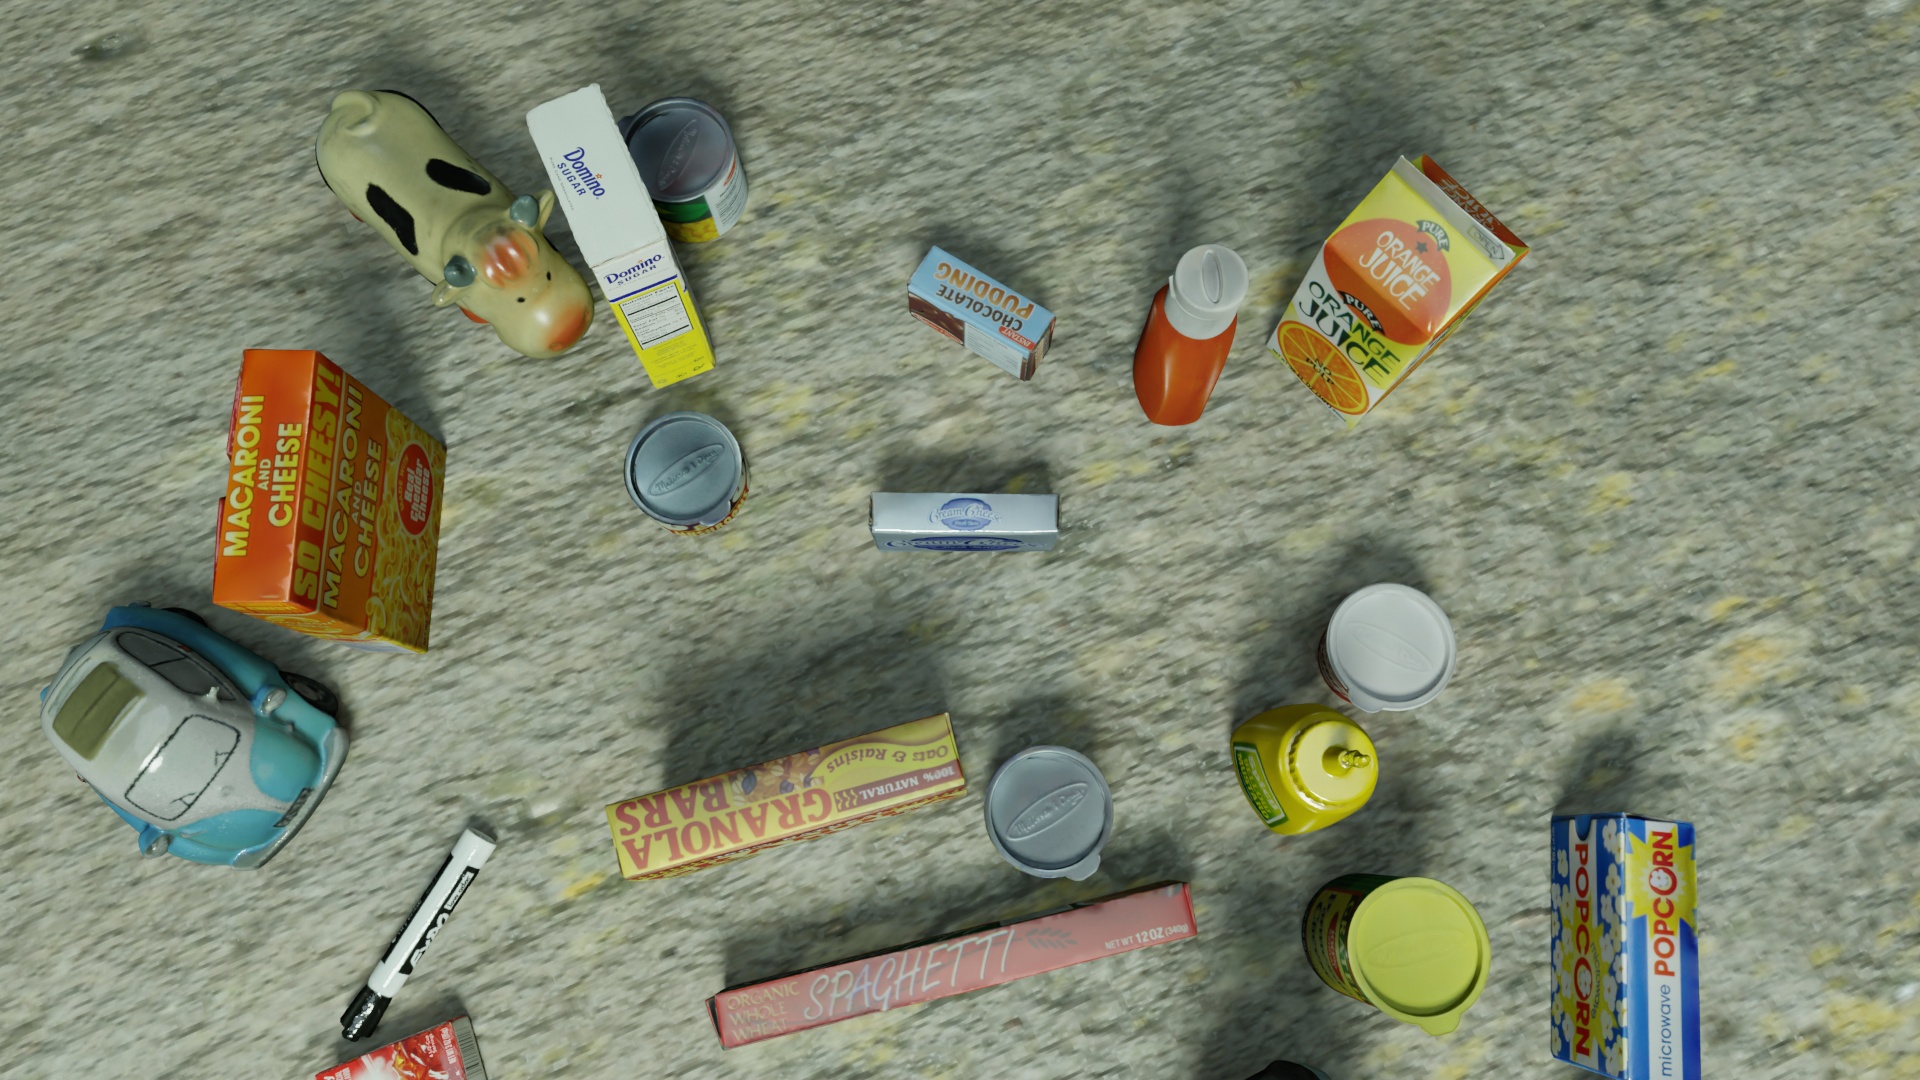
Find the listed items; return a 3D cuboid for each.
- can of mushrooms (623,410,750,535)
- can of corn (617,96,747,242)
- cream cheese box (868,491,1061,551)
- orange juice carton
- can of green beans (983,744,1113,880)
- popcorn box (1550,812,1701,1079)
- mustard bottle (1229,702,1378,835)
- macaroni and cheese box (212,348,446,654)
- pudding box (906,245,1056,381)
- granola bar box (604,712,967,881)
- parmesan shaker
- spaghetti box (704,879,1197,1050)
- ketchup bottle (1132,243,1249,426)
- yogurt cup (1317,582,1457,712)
[{"bbox_3d":[-0.153,-0.035,0.787,0.071,0.033,0.071,0,77,0],"label":"can of mushrooms"},{"bbox_3d":[-0.164,-0.218,0.817,0.071,0.058,0.071,0,77,1],"label":"can of corn"},{"bbox_3d":[0.003,-0.010,0.769,0.104,0.053,0.024,0,77,1],"label":"cream cheese box"},{"bbox_3d":[0.227,-0.132,0.725,0.073,0.192,0.072,-42,80,-8],"label":"orange juice carton"},{"bbox_3d":[0.045,0.143,0.731,0.071,0.057,0.071,0,77,1],"label":"can of green beans"},{"bbox_3d":[0.333,0.204,0.700,0.038,0.085,0.127,5,77,2],"label":"popcorn box"},{"bbox_3d":[0.172,0.111,0.685,0.049,0.160,0.065,-22,78,-4],"label":"mustard bottle"},{"bbox_3d":[-0.319,-0.013,0.715,0.040,0.166,0.124,0,77,1],"label":"macaroni and cheese box"},{"bbox_3d":[0.011,-0.130,0.800,0.084,0.049,0.030,31,79,7],"label":"pudding box"},{"bbox_3d":[-0.080,0.132,0.701,0.166,0.124,0.039,-15,78,-3],"label":"granola bar box"},{"bbox_3d":[0.214,0.203,0.692,0.071,0.103,0.071,0,77,1],"label":"parmesan shaker"},{"bbox_3d":[-0.003,0.218,0.718,0.250,0.050,0.029,-13,77,-3],"label":"spaghetti box"},{"bbox_3d":[0.122,-0.111,0.743,0.043,0.148,0.065,-3,77,0],"label":"ketchup bottle"},{"bbox_3d":[0.226,0.060,0.751,0.072,0.054,0.072,0,77,1],"label":"yogurt cup"}]
